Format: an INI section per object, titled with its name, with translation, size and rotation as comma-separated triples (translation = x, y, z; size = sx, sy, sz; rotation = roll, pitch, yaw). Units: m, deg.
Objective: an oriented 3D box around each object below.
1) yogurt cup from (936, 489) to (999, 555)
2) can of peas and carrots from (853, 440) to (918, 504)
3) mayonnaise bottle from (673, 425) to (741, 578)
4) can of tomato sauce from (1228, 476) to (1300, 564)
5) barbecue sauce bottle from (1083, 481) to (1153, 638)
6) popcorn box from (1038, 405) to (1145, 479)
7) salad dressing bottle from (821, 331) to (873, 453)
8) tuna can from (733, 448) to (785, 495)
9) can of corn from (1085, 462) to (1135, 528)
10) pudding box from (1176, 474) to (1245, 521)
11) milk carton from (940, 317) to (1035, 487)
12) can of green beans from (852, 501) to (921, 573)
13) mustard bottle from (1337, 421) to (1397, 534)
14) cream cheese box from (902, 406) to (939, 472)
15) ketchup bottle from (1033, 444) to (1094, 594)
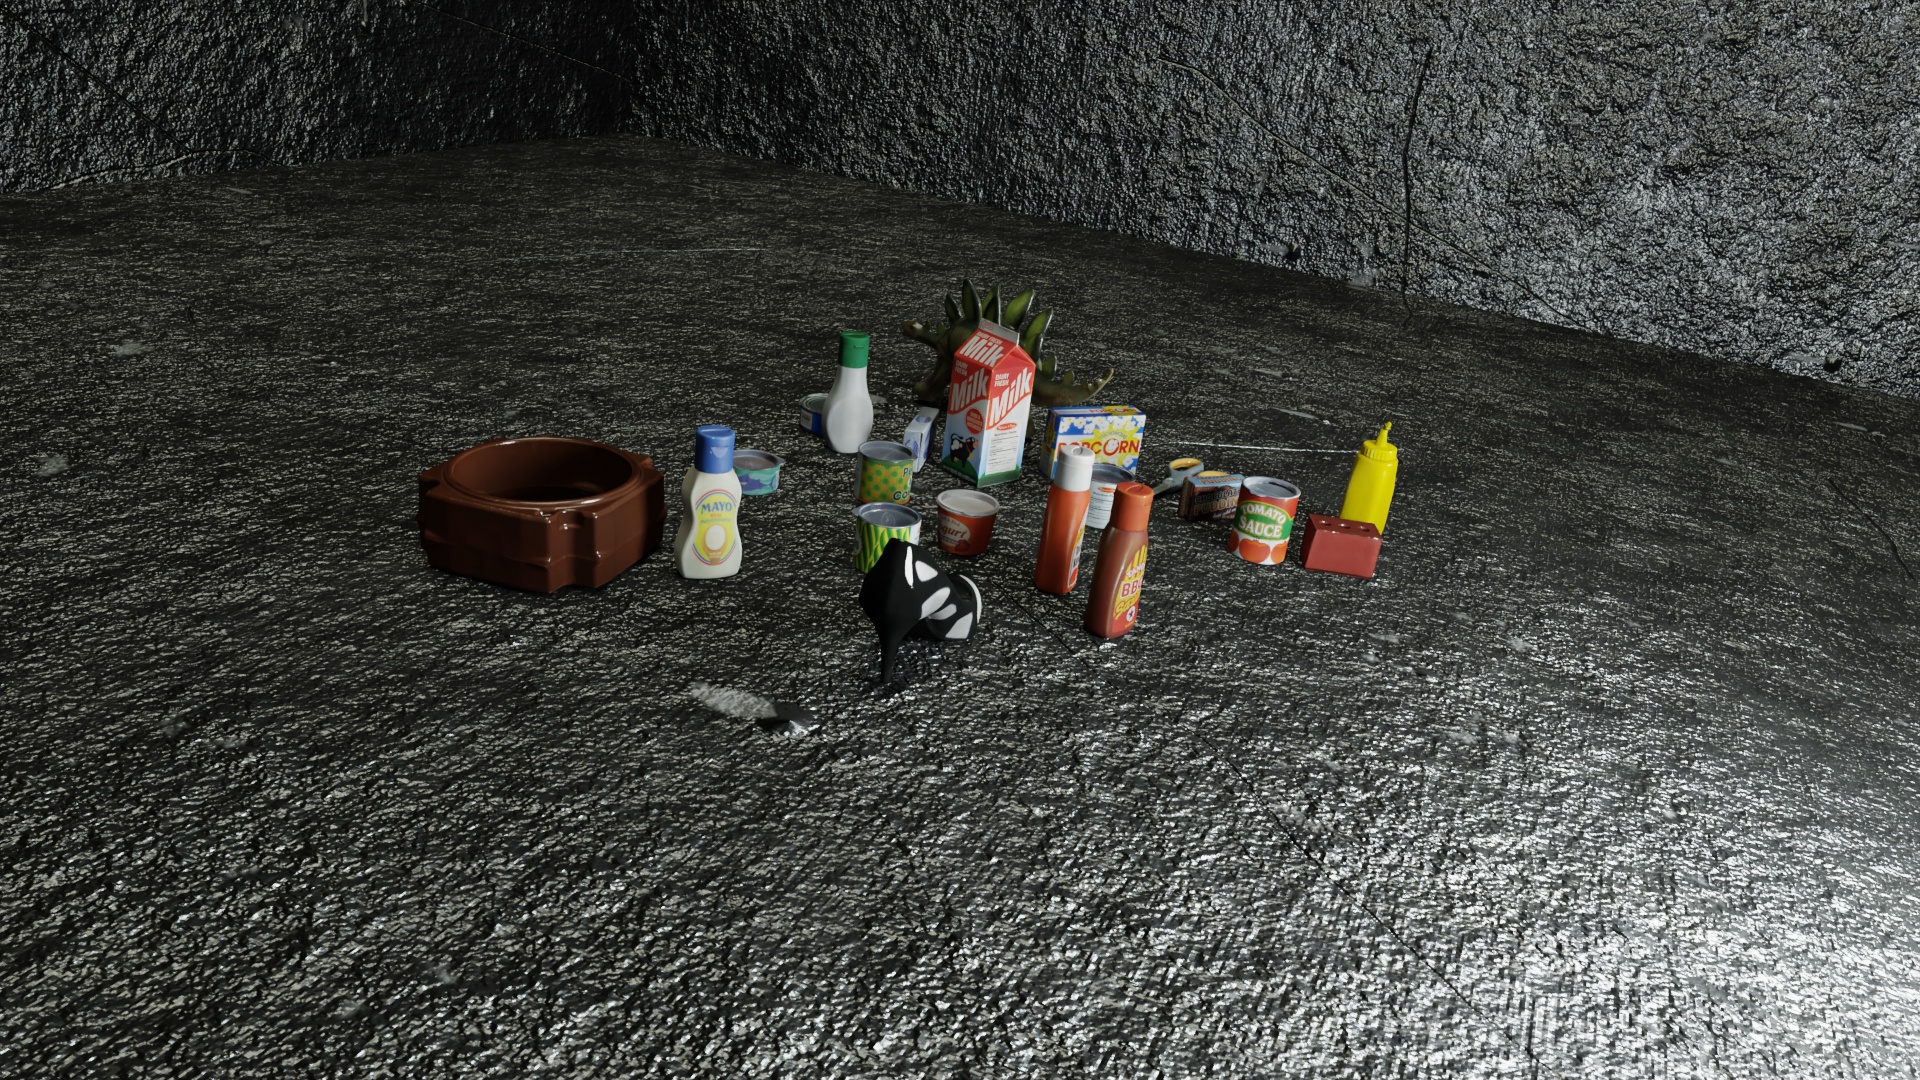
[yogurt cup]
translation = 0.005, -0.019, 1.500
size = 0.072, 0.053, 0.073
rotation = 7, 23, -3
[can of peas and carrots]
translation = -0.086, -0.077, 1.599
size = 0.071, 0.058, 0.071
rotation = 7, 23, -3
[mayonnaise bottle]
translation = -0.241, -0.037, 1.344
size = 0.065, 0.147, 0.041
rotation = -4, 26, -26
[can of tomato sauce]
translation = 0.344, -0.023, 1.580
size = 0.071, 0.082, 0.071
rotation = 7, 23, -3
[barbecue sauce bottle]
translation = 0.155, 0.018, 1.344
size = 0.044, 0.147, 0.065
rotation = 22, 26, 30
[popcorn box]
translation = 0.166, -0.125, 1.757
size = 0.127, 0.084, 0.038
rotation = -4, 25, -25
[salad dressing bottle]
translation = -0.137, -0.184, 1.718
size = 0.064, 0.147, 0.044
rotation = -3, 25, -24
[tuna can]
translation = -0.237, -0.078, 1.587
size = 0.071, 0.032, 0.071
rotation = 7, 23, -3
[can of corn]
translation = 0.167, -0.053, 1.625
size = 0.071, 0.058, 0.071
rotation = 7, 23, -3
[pudding box]
translation = 0.307, -0.052, 1.679
size = 0.084, 0.049, 0.030
rotation = -3, 25, -24
[milk carton]
translation = 0.035, -0.168, 1.683
size = 0.074, 0.189, 0.072
rotation = -13, 30, -40
[can of green beans]
translation = -0.076, -0.001, 1.428
size = 0.071, 0.057, 0.071
rotation = 7, 23, -3
[mustard bottle]
translation = 0.479, -0.065, 1.624
size = 0.049, 0.159, 0.065
rotation = 22, 26, 30
[cream cheese box]
translation = -0.050, -0.127, 1.733
size = 0.024, 0.053, 0.104
rotation = 11, 23, 7
[ketchup bottle]
translation = 0.107, -0.023, 1.422
size = 0.043, 0.148, 0.065
rotation = 11, 23, 9
